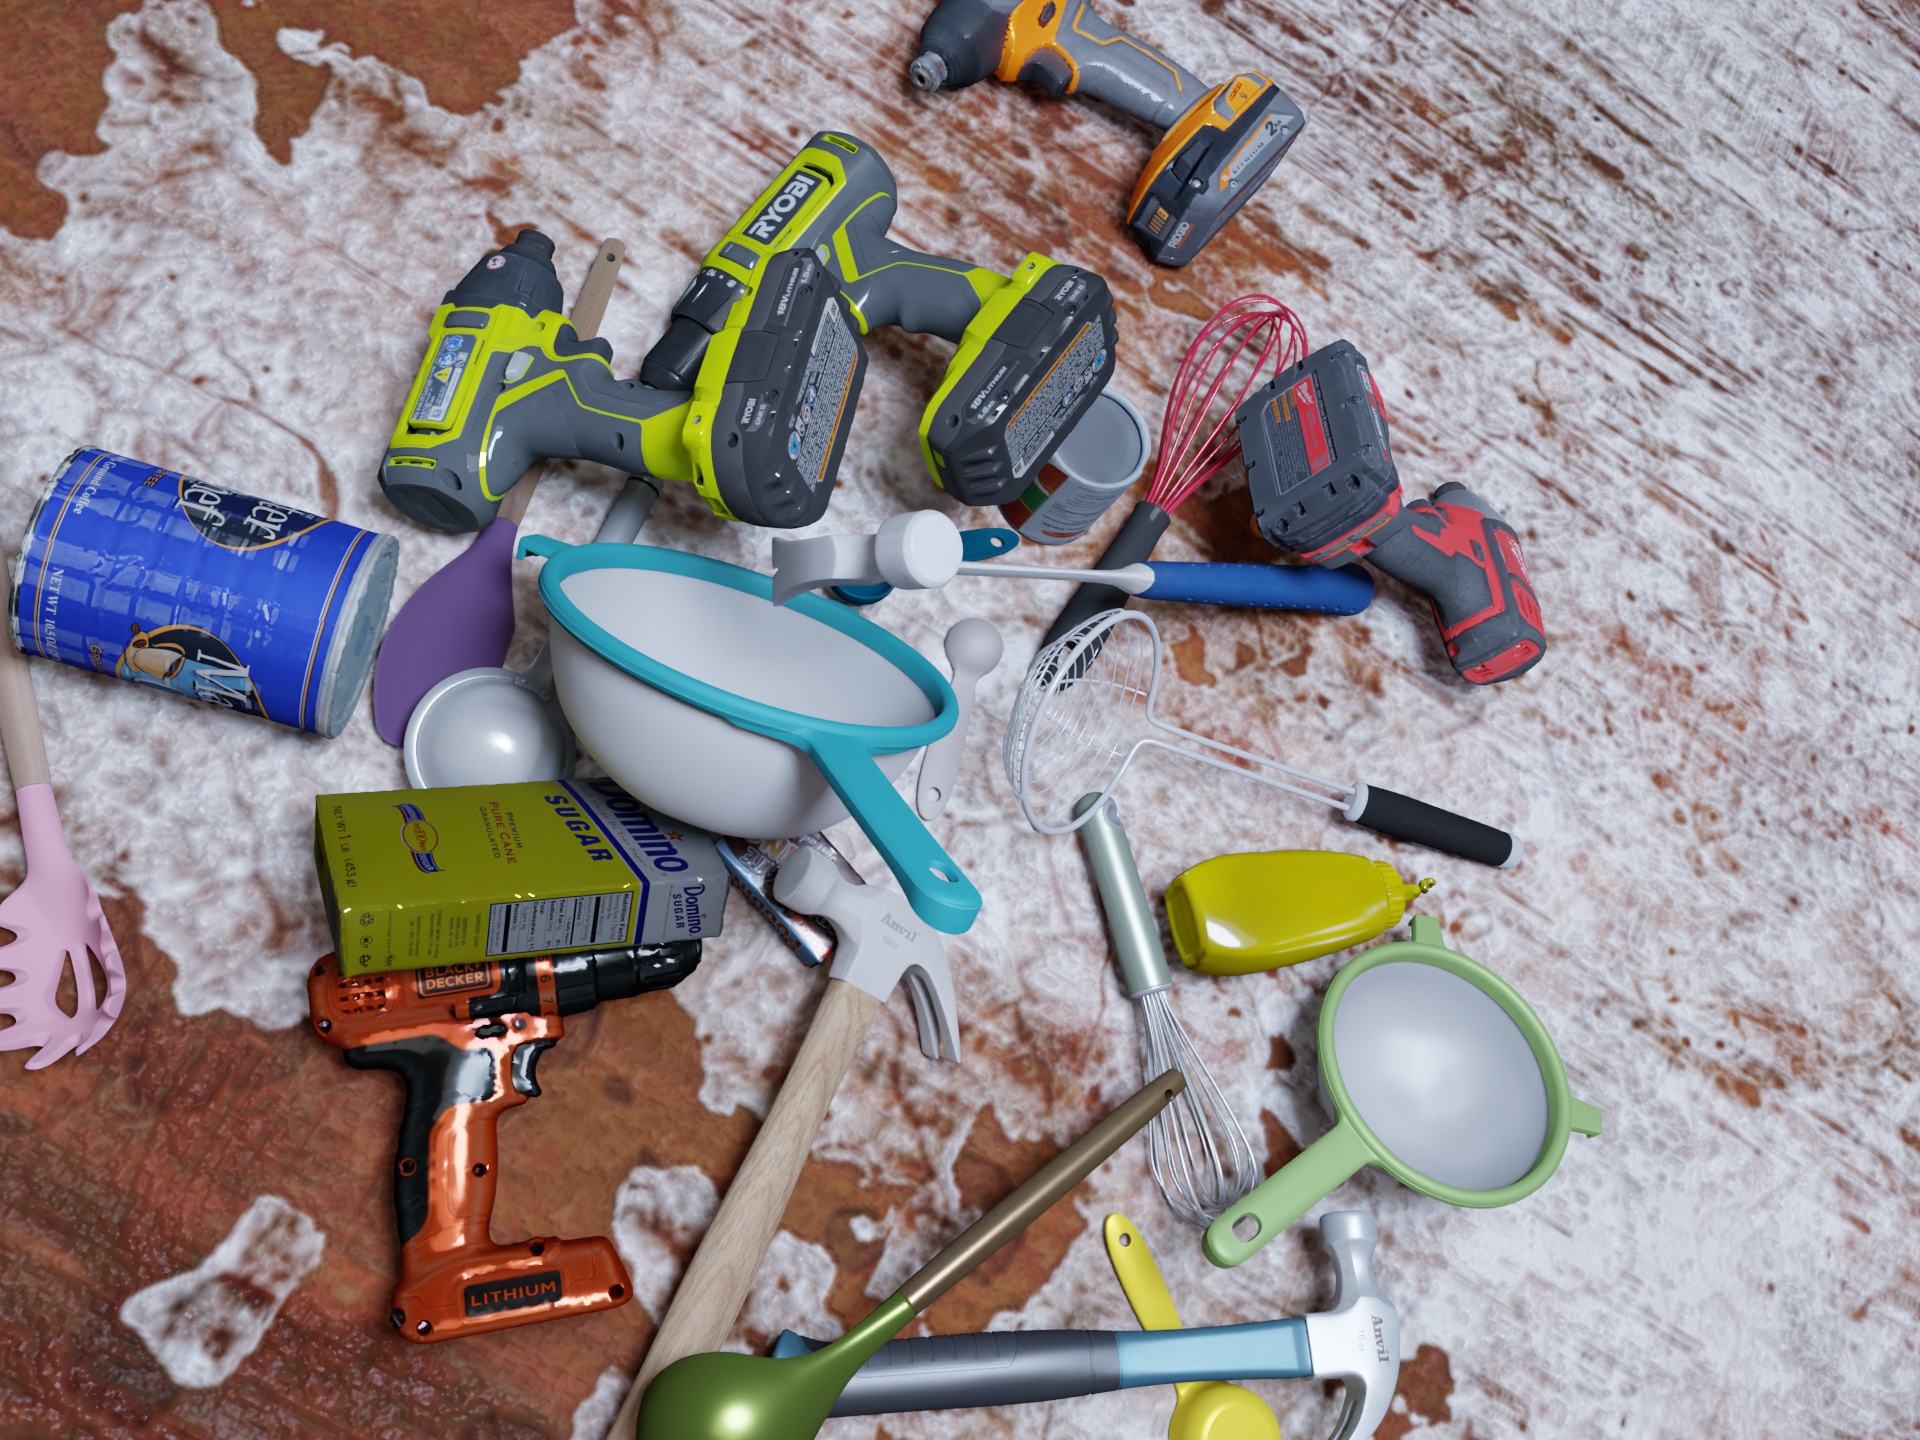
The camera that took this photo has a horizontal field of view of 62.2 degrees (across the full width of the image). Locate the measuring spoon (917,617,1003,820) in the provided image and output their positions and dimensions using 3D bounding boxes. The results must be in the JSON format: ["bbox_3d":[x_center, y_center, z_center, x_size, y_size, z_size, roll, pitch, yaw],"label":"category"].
[{"bbox_3d":[-0.001,-0.003,0.893,0.034,0.018,0.124,20,70,-12],"label":"measuring spoon"}]

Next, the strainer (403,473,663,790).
[{"bbox_3d":[-0.209,-0.042,0.827,0.086,0.050,0.259,34,63,-23],"label":"strainer"}]

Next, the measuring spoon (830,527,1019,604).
[{"bbox_3d":[-0.022,-0.090,0.916,0.128,0.021,0.042,-15,65,-30],"label":"measuring spoon"}]

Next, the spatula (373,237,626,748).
[{"bbox_3d":[-0.238,-0.129,0.852,0.059,0.018,0.316,23,70,-17],"label":"spatula"}]

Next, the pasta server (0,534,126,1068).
[{"bbox_3d":[-0.440,0.005,0.739,0.060,0.040,0.316,-17,79,-3],"label":"pasta server"}]

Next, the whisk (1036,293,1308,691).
[{"bbox_3d":[0.124,-0.140,0.954,0.073,0.073,0.296,34,74,-6],"label":"whisk"}]

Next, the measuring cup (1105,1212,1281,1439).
[{"bbox_3d":[0.118,0.330,0.829,0.062,0.029,0.156,-24,84,-22],"label":"measuring cup"}]

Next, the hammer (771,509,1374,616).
[{"bbox_3d":[0.082,-0.077,0.853,0.405,0.144,0.035,-2,91,-41],"label":"hammer"}]

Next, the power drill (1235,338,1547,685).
[{"bbox_3d":[0.264,-0.122,0.947,0.219,0.078,0.143,28,45,-36],"label":"power drill"}]

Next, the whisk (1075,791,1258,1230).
[{"bbox_3d":[0.106,0.156,0.871,0.057,0.059,0.246,6,64,-55],"label":"whisk"}]

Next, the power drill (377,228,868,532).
[{"bbox_3d":[-0.169,-0.176,0.804,0.223,0.080,0.171,6,68,18],"label":"power drill"}]

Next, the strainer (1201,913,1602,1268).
[{"bbox_3d":[0.214,0.224,0.856,0.256,0.069,0.152,-26,68,-31],"label":"strainer"}]

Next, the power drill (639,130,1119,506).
[{"bbox_3d":[-0.049,-0.210,0.869,0.229,0.080,0.190,31,74,23],"label":"power drill"}]

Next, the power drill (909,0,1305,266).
[{"bbox_3d":[0.085,-0.396,1.003,0.226,0.084,0.164,41,68,1],"label":"power drill"}]

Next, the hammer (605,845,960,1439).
[{"bbox_3d":[-0.098,0.236,0.771,0.130,0.031,0.331,35,71,-29],"label":"hammer"}]

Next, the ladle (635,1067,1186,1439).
[{"bbox_3d":[-0.013,0.260,0.766,0.320,0.062,0.078,-32,106,-28],"label":"ladle"}]

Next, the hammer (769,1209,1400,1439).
[{"bbox_3d":[0.063,0.319,0.796,0.331,0.033,0.128,1,64,-11],"label":"hammer"}]

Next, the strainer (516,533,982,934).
[{"bbox_3d":[-0.086,0.026,0.732,0.210,0.341,0.095,11,112,-33],"label":"strainer"}]

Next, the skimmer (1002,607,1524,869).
[{"bbox_3d":[0.185,0.038,0.886,0.363,0.090,0.127,18,98,-20],"label":"skimmer"}]

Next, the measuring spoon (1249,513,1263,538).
[{"bbox_3d":[0.225,-0.144,1.013,0.117,0.011,0.021,-31,85,-27],"label":"measuring spoon"}]
